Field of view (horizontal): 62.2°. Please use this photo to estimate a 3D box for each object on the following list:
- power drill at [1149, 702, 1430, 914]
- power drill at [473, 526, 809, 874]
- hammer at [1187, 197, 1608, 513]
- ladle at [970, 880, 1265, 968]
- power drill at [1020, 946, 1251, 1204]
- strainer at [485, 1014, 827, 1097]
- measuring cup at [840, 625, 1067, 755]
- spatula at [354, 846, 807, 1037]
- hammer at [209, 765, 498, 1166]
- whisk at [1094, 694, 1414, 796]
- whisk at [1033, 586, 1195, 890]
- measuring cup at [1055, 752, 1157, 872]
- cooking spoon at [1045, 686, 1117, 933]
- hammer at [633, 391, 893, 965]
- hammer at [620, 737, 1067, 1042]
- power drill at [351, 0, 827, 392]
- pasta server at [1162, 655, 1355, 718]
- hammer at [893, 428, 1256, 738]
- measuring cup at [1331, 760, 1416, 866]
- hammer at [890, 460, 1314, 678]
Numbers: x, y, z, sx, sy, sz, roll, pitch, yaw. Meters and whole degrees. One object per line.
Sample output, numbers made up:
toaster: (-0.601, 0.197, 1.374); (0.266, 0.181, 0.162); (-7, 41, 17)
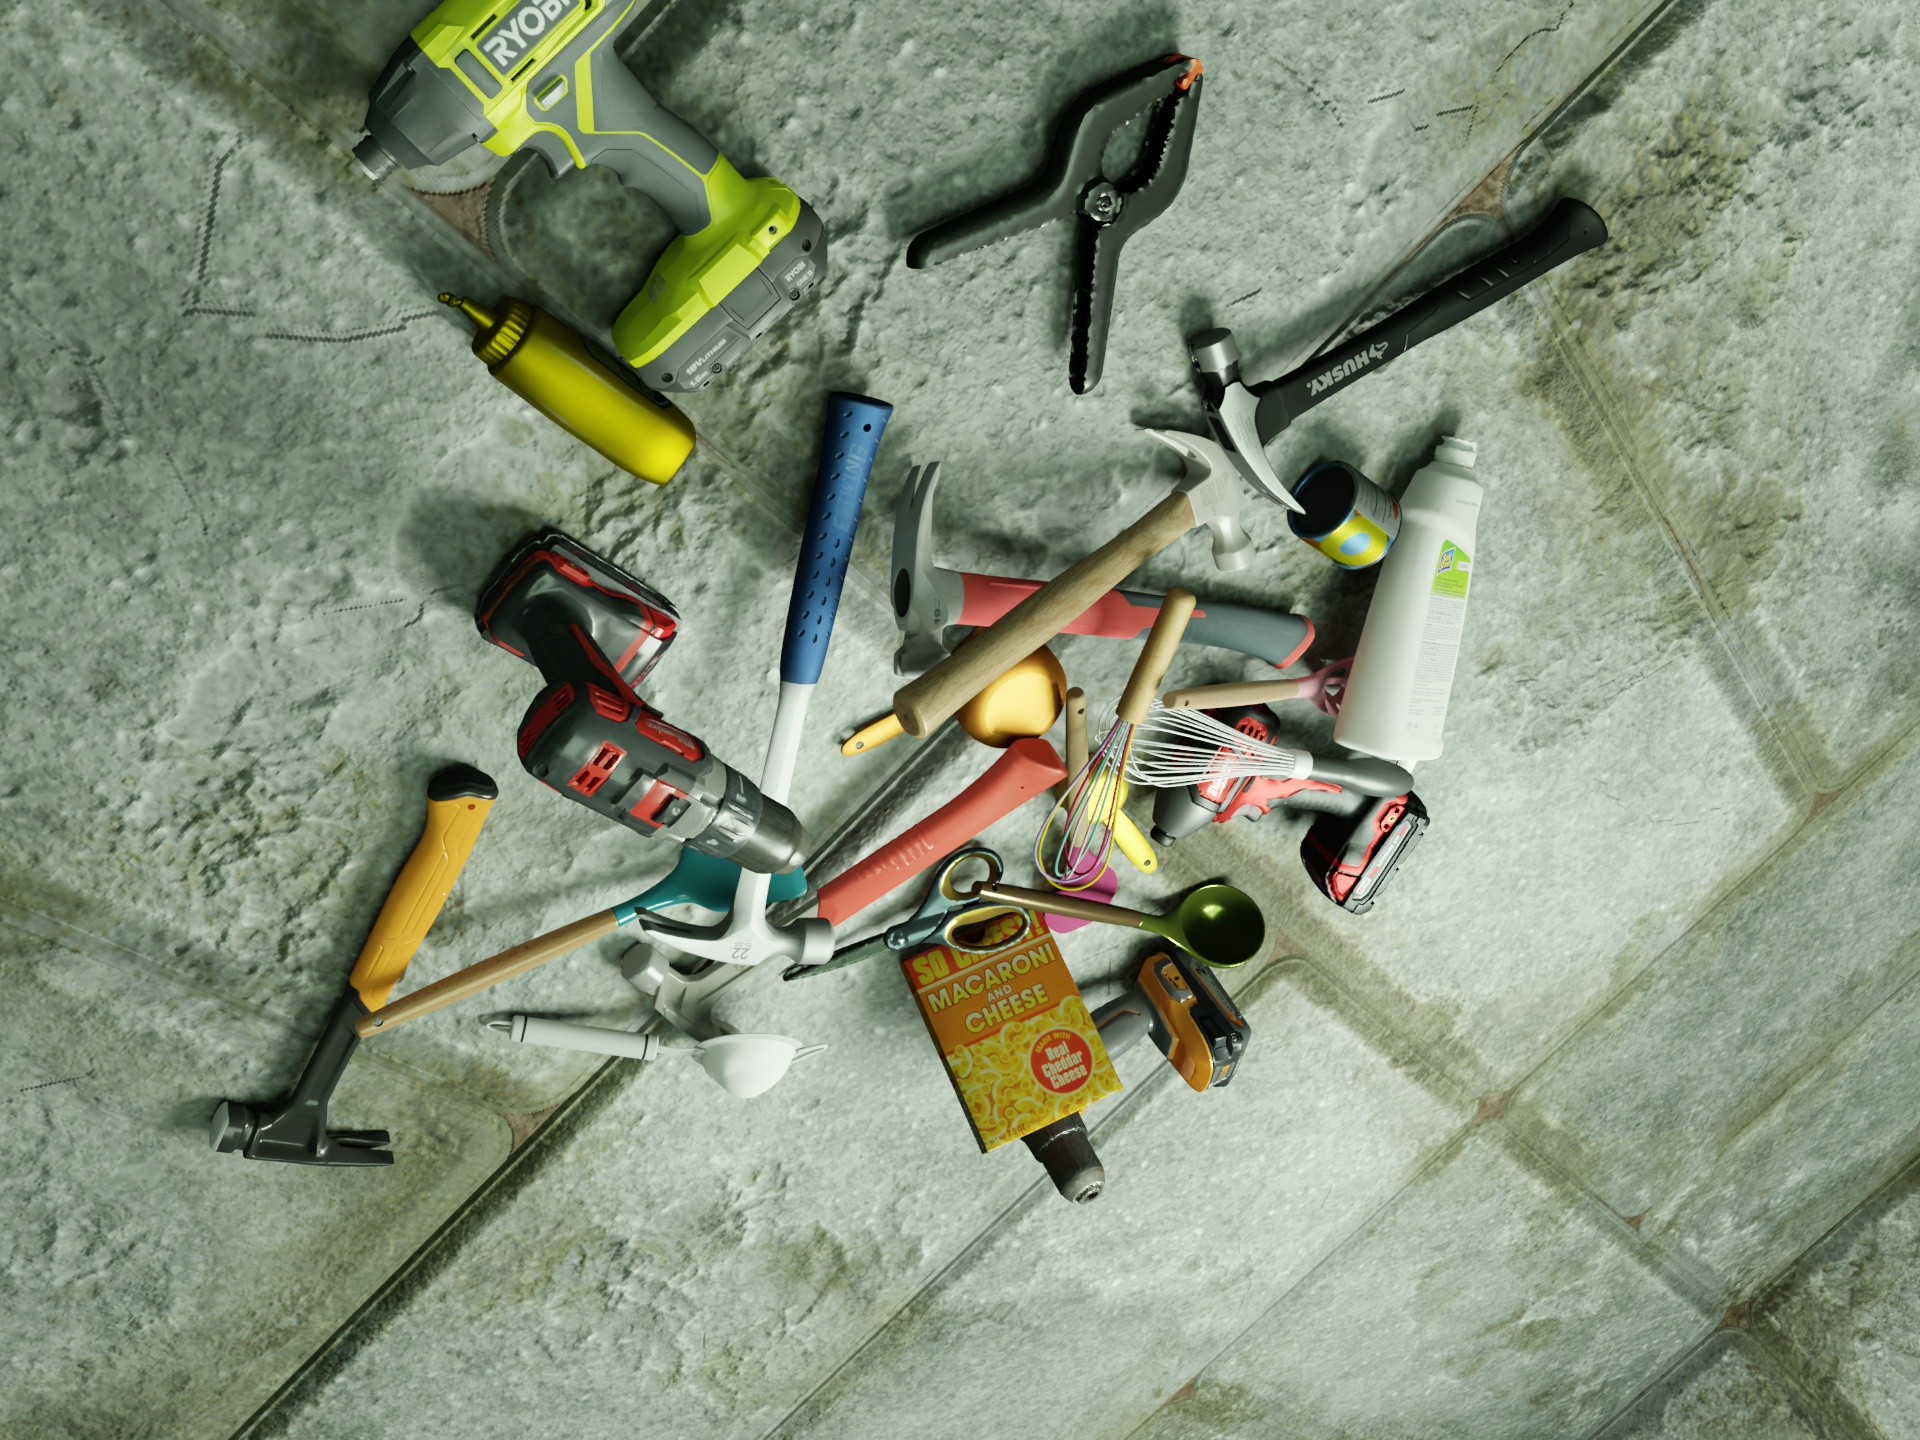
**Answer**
power drill: (0.265, 0.072, 1.321); (0.219, 0.079, 0.143); (25, 106, -23)
power drill: (-0.189, -0.004, 0.947); (0.080, 0.227, 0.187); (-48, 130, 10)
hammer: (0.325, -0.278, 1.140); (0.335, 0.035, 0.146); (-31, 116, -9)
ladle: (0.136, 0.156, 1.318); (0.320, 0.078, 0.062); (16, 141, -41)
power drill: (0.136, 0.301, 1.362); (0.226, 0.186, 0.084); (-15, 140, -22)
strainer: (-0.227, 0.250, 1.201); (0.258, 0.050, 0.086); (12, 146, -15)
measuring cup: (-0.002, -0.004, 1.161); (0.173, 0.052, 0.095); (-27, 130, -11)
spatula: (-0.265, 0.147, 1.112); (0.317, 0.044, 0.082); (-24, 93, -21)
hammer: (-0.393, 0.175, 1.094); (0.127, 0.034, 0.336); (19, 112, -35)
whisk: (0.233, 0.028, 1.230); (0.284, 0.070, 0.070); (9, 118, -21)
whisk: (0.116, 0.018, 1.142); (0.051, 0.047, 0.245); (-1, 121, -45)
measuring cup: (0.132, 0.087, 1.309); (0.062, 0.029, 0.156); (-38, 129, 1)
cooking spoon: (0.093, 0.079, 1.253); (0.069, 0.017, 0.318); (-21, 143, -12)
hammer: (-0.116, -0.017, 1.062); (0.144, 0.035, 0.405); (5, 110, -26)
hammer: (-0.072, 0.130, 1.196); (0.359, 0.037, 0.149); (-34, 131, 10)
power drill: (-0.192, -0.290, 0.849); (0.171, 0.080, 0.223); (-42, 127, 4)
pasta server: (0.249, -0.021, 1.227); (0.316, 0.040, 0.060); (-5, 112, -51)
hammer: (0.080, -0.092, 1.079); (0.331, 0.031, 0.130); (-37, 119, -29)
measuring cup: (0.370, 0.065, 1.417); (0.083, 0.038, 0.167); (3, 118, -29)
hammer: (0.117, -0.093, 1.156); (0.386, 0.038, 0.143); (2, 89, -37)
